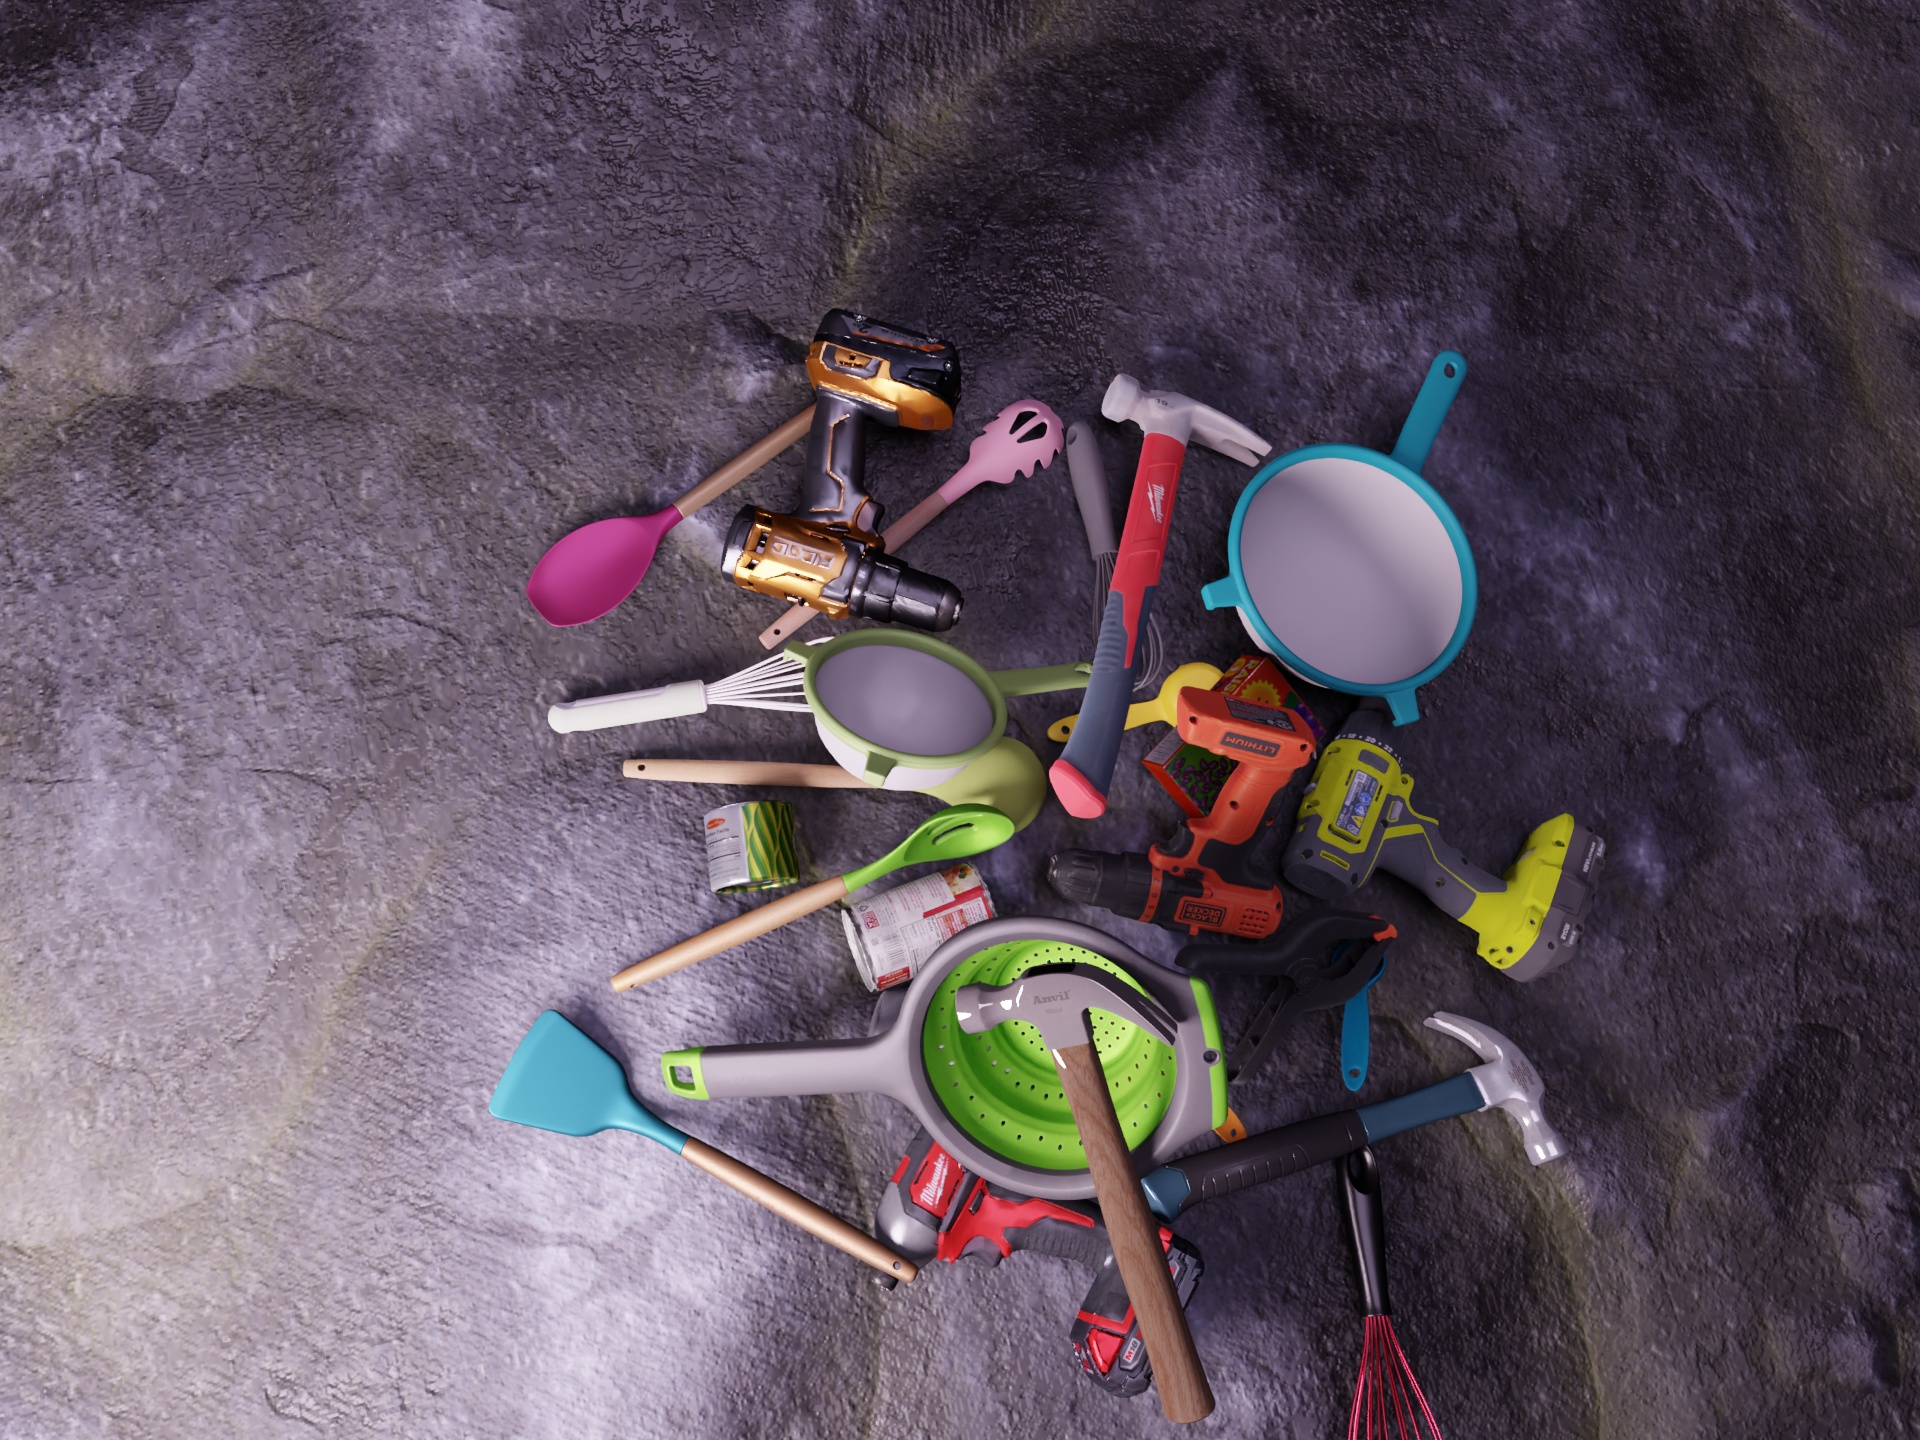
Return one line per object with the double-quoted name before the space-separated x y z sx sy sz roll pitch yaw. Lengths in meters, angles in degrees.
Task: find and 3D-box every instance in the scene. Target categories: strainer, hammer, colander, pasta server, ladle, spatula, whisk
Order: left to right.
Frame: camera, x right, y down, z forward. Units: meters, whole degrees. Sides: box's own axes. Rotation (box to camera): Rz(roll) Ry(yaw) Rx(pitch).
"whisk" -0.187 -0.021 1.203 0.246 0.058 0.059 -9 108 -8
"spatula" -0.171 0.309 1.104 0.317 0.044 0.082 26 75 10
"ladle" -0.093 0.045 1.210 0.320 0.062 0.078 2 79 -2
"pasta server" -0.036 -0.158 1.275 0.316 0.040 0.060 -41 85 -13
"colander" -0.012 0.220 1.105 0.397 0.094 0.204 -6 104 16
"strainer" -0.002 -0.004 1.188 0.256 0.069 0.152 -8 44 -32
"whisk" 0.119 -0.136 1.285 0.055 0.055 0.239 -8 74 -12
"hammer" 0.107 0.310 1.033 0.130 0.031 0.331 -15 102 18
"hammer" 0.147 -0.094 1.231 0.143 0.038 0.387 21 61 -11
"hammer" 0.285 0.308 1.185 0.331 0.033 0.128 -13 66 -15
"strainer" 0.328 -0.160 1.305 0.211 0.095 0.340 31 67 -3
"whisk" 0.307 0.455 1.161 0.073 0.073 0.296 0 69 -10

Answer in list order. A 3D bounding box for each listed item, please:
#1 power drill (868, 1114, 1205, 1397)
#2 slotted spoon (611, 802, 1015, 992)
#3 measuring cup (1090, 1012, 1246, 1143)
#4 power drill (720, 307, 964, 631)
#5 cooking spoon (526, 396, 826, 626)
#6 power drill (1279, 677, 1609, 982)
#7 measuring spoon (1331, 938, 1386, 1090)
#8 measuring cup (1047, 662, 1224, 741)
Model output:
"power drill" 0.047 0.377 1.126 0.219 0.078 0.143 31 72 3
"slotted spoon" -0.109 0.129 1.164 0.314 0.070 0.031 -24 59 -4
"measuring cup" 0.150 0.261 1.191 0.173 0.052 0.095 48 66 -21
"power drill" -0.063 -0.183 1.223 0.185 0.084 0.226 18 79 4
"cooking spoon" -0.203 -0.179 1.254 0.319 0.017 0.069 -39 83 -16
"power drill" 0.383 0.085 1.256 0.228 0.080 0.191 28 65 1
"measuring spoon" 0.304 0.227 1.216 0.042 0.021 0.129 -6 50 24
"measuring cup" 0.144 -0.008 1.262 0.156 0.029 0.062 -13 78 -15
